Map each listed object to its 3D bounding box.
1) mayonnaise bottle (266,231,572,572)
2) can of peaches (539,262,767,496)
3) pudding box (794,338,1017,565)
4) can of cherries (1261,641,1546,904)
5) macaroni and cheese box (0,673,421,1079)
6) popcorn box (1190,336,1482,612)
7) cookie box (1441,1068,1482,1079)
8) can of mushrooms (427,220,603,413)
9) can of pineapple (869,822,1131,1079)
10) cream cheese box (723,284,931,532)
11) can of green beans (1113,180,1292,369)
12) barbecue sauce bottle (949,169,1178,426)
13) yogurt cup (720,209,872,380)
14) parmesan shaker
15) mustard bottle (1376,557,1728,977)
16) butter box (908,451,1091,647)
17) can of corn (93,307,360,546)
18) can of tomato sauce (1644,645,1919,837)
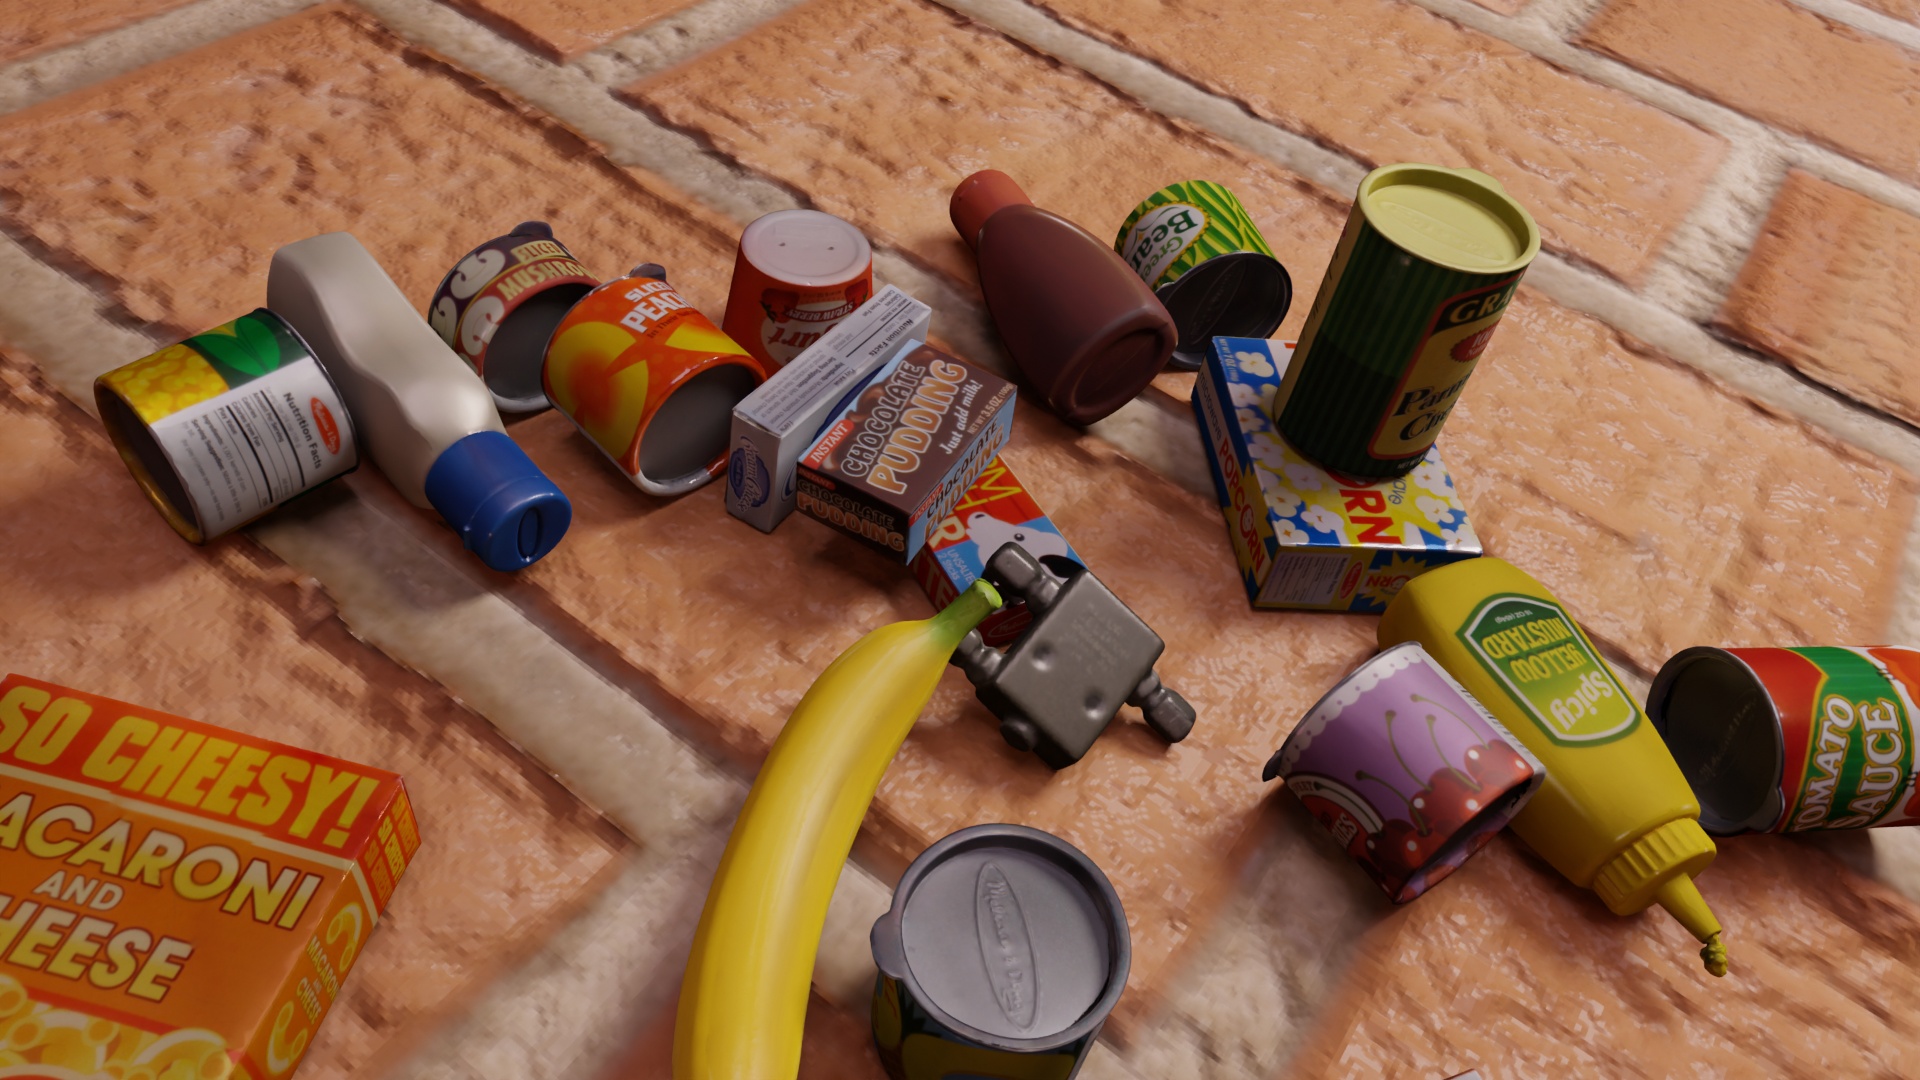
[{"bbox_3d":[-0.200,-0.049,0.511,0.041,0.064,0.148,-30,63,-37],"label":"mayonnaise bottle"},{"bbox_3d":[-0.115,-0.061,0.530,0.071,0.070,0.058,-32,61,-34],"label":"can of peaches"},{"bbox_3d":[-0.020,-0.035,0.517,0.050,0.030,0.084,26,49,15],"label":"pudding box"},{"bbox_3d":[0.145,0.078,0.458,0.072,0.071,0.058,-23,56,-28],"label":"can of cherries"},{"bbox_3d":[-0.237,0.123,0.355,0.124,0.040,0.167,14,47,2],"label":"macaroni and cheese box"},{"bbox_3d":[0.152,-0.030,0.577,0.085,0.038,0.127,3,47,-10],"label":"popcorn box"},{"bbox_3d":[0.093,0.205,0.317,0.168,0.040,0.123,-2,46,-33],"label":"cookie box"},{"bbox_3d":[-0.169,-0.086,0.543,0.071,0.070,0.033,-31,62,-33],"label":"can of mushrooms"},{"bbox_3d":[0.008,0.123,0.392,0.071,0.057,0.071,6,46,-6],"label":"can of pineapple"},{"bbox_3d":[-0.052,-0.054,0.548,0.024,0.053,0.104,30,49,14],"label":"cream cheese box"},{"bbox_3d":[0.109,-0.122,0.635,0.071,0.070,0.058,-6,48,-16],"label":"can of green beans"},{"bbox_3d":[0.037,-0.118,0.625,0.043,0.064,0.149,34,19,-44],"label":"barbecue sauce bottle"},{"bbox_3d":[-0.068,-0.104,0.592,0.072,0.053,0.073,6,46,-6],"label":"yogurt cup"},{"bbox_3d":[0.168,-0.083,0.531,0.071,0.102,0.072,5,47,-6],"label":"parmesan shaker"},{"bbox_3d":[0.212,0.077,0.482,0.065,0.048,0.161,-14,52,-21],"label":"mustard bottle"},{"bbox_3d":[0.002,-0.007,0.535,0.053,0.024,0.104,-18,54,-26],"label":"butter box"},{"bbox_3d":[-0.257,-0.040,0.487,0.071,0.070,0.058,37,51,22],"label":"can of corn"},{"bbox_3d":[0.302,0.071,0.493,0.083,0.070,0.071,0,48,-12],"label":"can of tomato sauce"}]
